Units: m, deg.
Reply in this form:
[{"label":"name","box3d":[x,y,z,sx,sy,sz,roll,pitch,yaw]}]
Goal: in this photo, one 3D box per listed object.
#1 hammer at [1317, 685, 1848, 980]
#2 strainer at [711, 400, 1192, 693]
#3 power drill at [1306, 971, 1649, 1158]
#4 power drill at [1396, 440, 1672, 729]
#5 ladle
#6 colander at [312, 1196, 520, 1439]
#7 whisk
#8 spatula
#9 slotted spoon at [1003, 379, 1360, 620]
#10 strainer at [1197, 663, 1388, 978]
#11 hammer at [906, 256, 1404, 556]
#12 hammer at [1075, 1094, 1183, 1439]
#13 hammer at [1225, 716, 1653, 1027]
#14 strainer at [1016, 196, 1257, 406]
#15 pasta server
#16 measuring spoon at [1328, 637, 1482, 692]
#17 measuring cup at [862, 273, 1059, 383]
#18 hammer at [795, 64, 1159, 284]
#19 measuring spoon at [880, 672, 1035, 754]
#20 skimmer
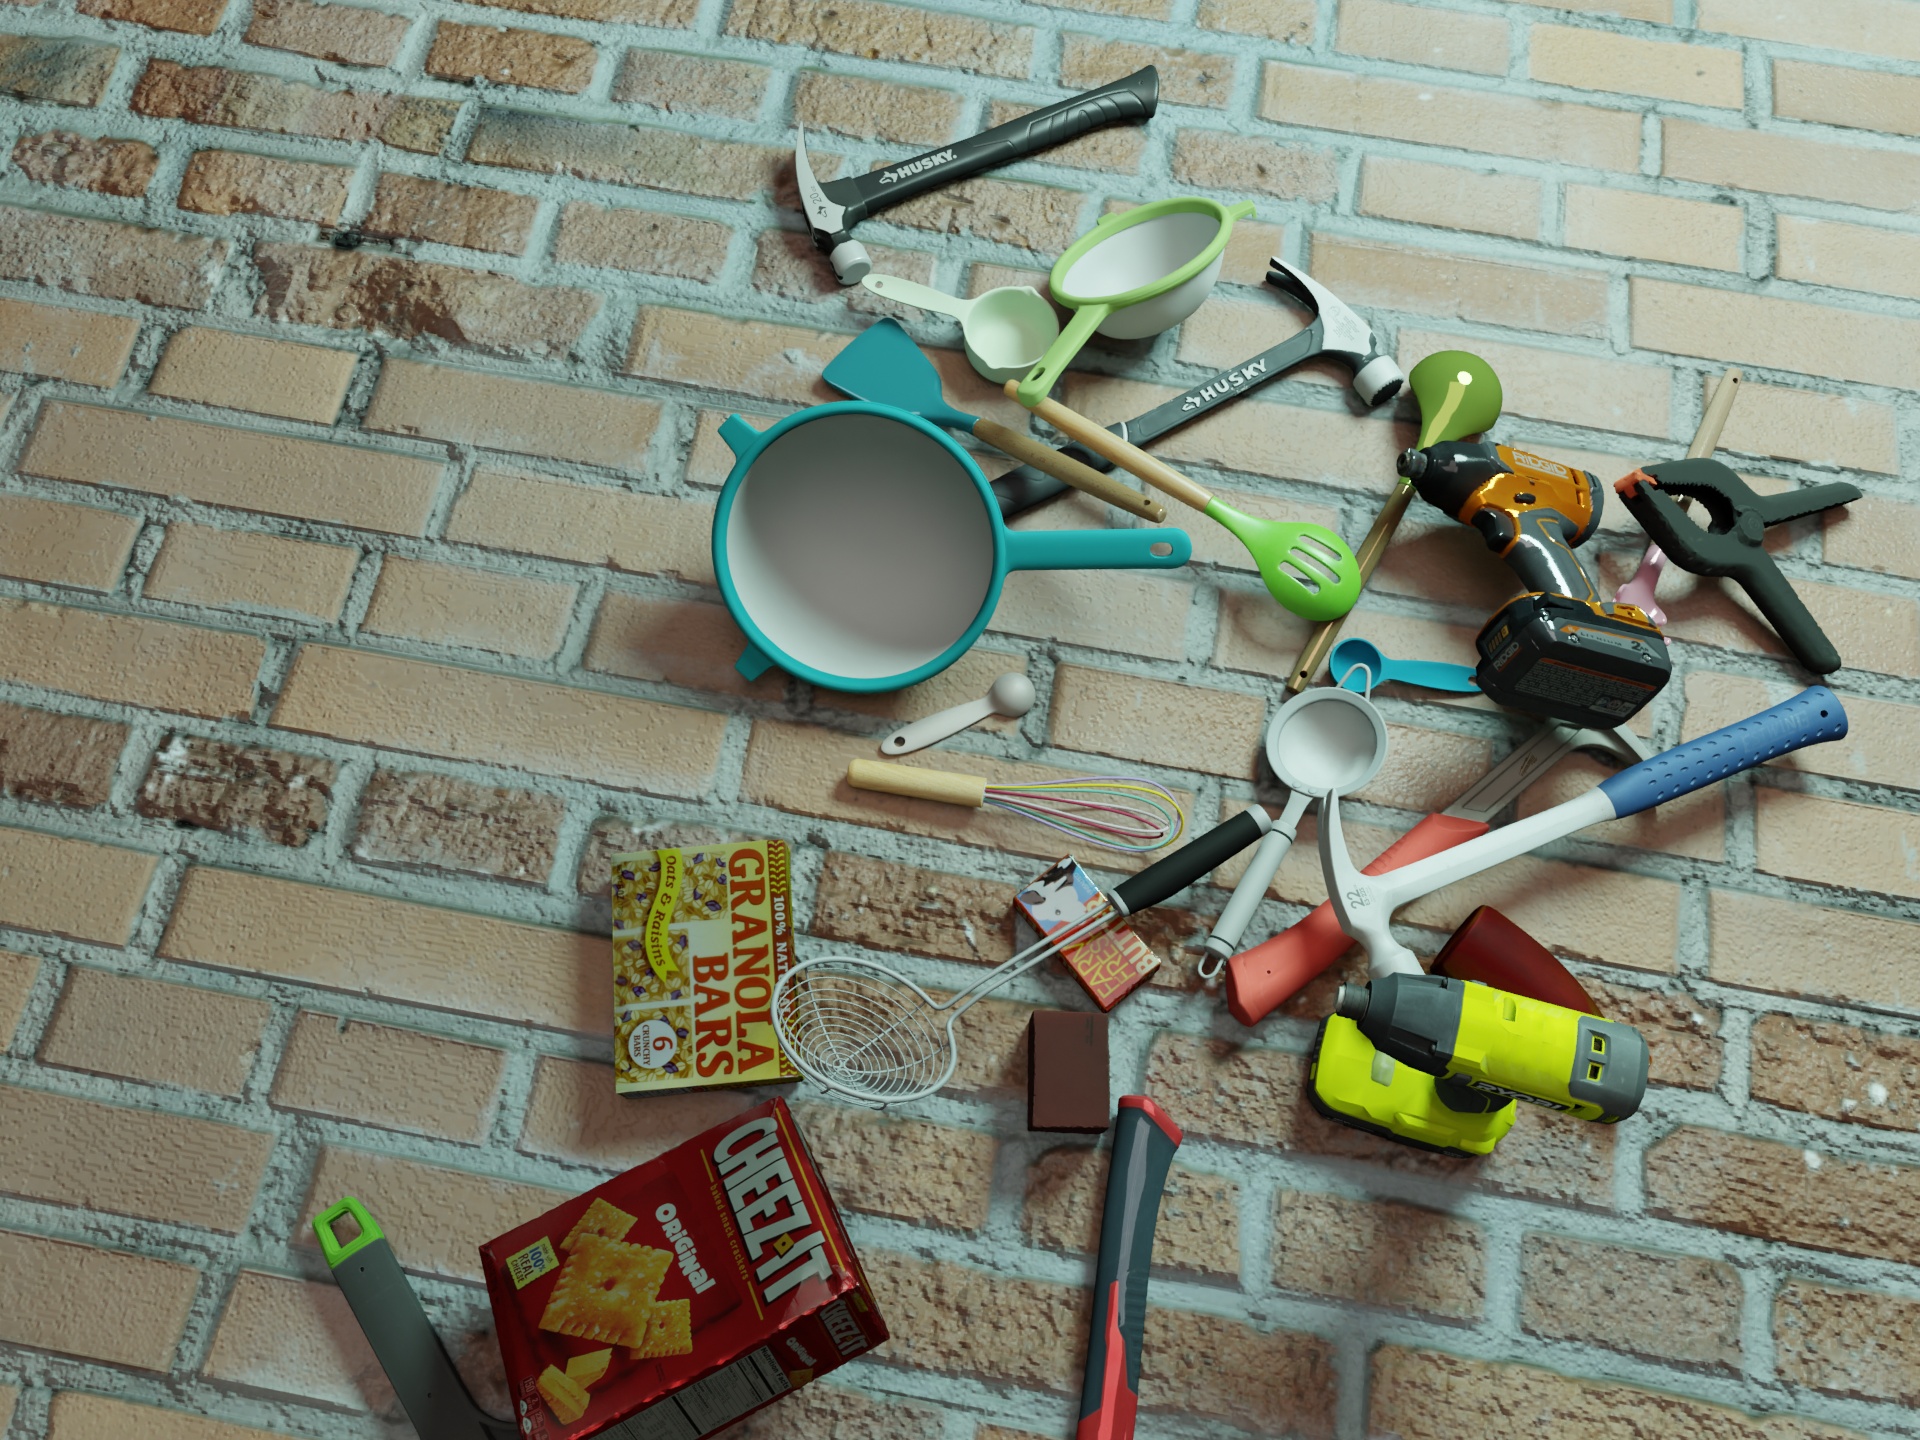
[{"label":"hammer","box3d":[0.437,0.056,1.108,0.405,0.035,0.144,-20,71,-12]},{"label":"strainer","box3d":[-0.005,-0.132,1.158,0.340,0.095,0.211,0,109,4]},{"label":"power drill","box3d":[0.299,0.210,0.990,0.171,0.223,0.080,15,70,5]},{"label":"power drill","box3d":[0.403,-0.112,1.143,0.164,0.084,0.227,12,48,-17]},{"label":"ladle","box3d":[0.328,-0.154,1.230,0.078,0.062,0.320,31,79,1]},{"label":"colander","box3d":[-0.299,0.461,0.959,0.204,0.094,0.397,-33,74,-12]},{"label":"whisk","box3d":[0.038,0.060,1.143,0.245,0.047,0.051,9,59,7]},{"label":"spatula","box3d":[0.029,-0.222,1.215,0.318,0.044,0.082,32,67,33]},{"label":"slotted spoon","box3d":[0.164,-0.175,1.203,0.314,0.031,0.070,33,80,11]},{"label":"strainer","box3d":[0.231,0.073,1.131,0.087,0.050,0.258,23,69,26]},{"label":"hammer","box3d":[0.142,-0.234,1.255,0.409,0.036,0.149,-28,71,-10]},{"label":"hammer","box3d":[0.078,0.432,1.005,0.143,0.038,0.387,7,70,4]},{"label":"hammer","box3d":[0.335,0.102,1.130,0.359,0.036,0.149,-37,76,-13]},{"label":"strainer","box3d":[0.124,-0.311,1.241,0.151,0.069,0.256,10,52,40]},{"label":"pasta server","box3d":[0.554,-0.155,1.228,0.060,0.040,0.316,33,70,-8]},{"label":"measuring spoon","box3d":[0.336,-0.034,1.195,0.128,0.021,0.042,7,78,-8]},{"label":"measuring cup","box3d":[-0.001,-0.322,1.286,0.167,0.038,0.083,21,71,9]},{"label":"hammer","box3d":[0.019,-0.488,1.348,0.335,0.035,0.146,-24,72,-9]},{"label":"measuring spoon","box3d":[-0.002,-0.004,1.176,0.124,0.018,0.034,-23,72,-8]},{"label":"skimmer","box3d":[0.050,0.138,1.058,0.363,0.090,0.127,-30,49,-8]}]
